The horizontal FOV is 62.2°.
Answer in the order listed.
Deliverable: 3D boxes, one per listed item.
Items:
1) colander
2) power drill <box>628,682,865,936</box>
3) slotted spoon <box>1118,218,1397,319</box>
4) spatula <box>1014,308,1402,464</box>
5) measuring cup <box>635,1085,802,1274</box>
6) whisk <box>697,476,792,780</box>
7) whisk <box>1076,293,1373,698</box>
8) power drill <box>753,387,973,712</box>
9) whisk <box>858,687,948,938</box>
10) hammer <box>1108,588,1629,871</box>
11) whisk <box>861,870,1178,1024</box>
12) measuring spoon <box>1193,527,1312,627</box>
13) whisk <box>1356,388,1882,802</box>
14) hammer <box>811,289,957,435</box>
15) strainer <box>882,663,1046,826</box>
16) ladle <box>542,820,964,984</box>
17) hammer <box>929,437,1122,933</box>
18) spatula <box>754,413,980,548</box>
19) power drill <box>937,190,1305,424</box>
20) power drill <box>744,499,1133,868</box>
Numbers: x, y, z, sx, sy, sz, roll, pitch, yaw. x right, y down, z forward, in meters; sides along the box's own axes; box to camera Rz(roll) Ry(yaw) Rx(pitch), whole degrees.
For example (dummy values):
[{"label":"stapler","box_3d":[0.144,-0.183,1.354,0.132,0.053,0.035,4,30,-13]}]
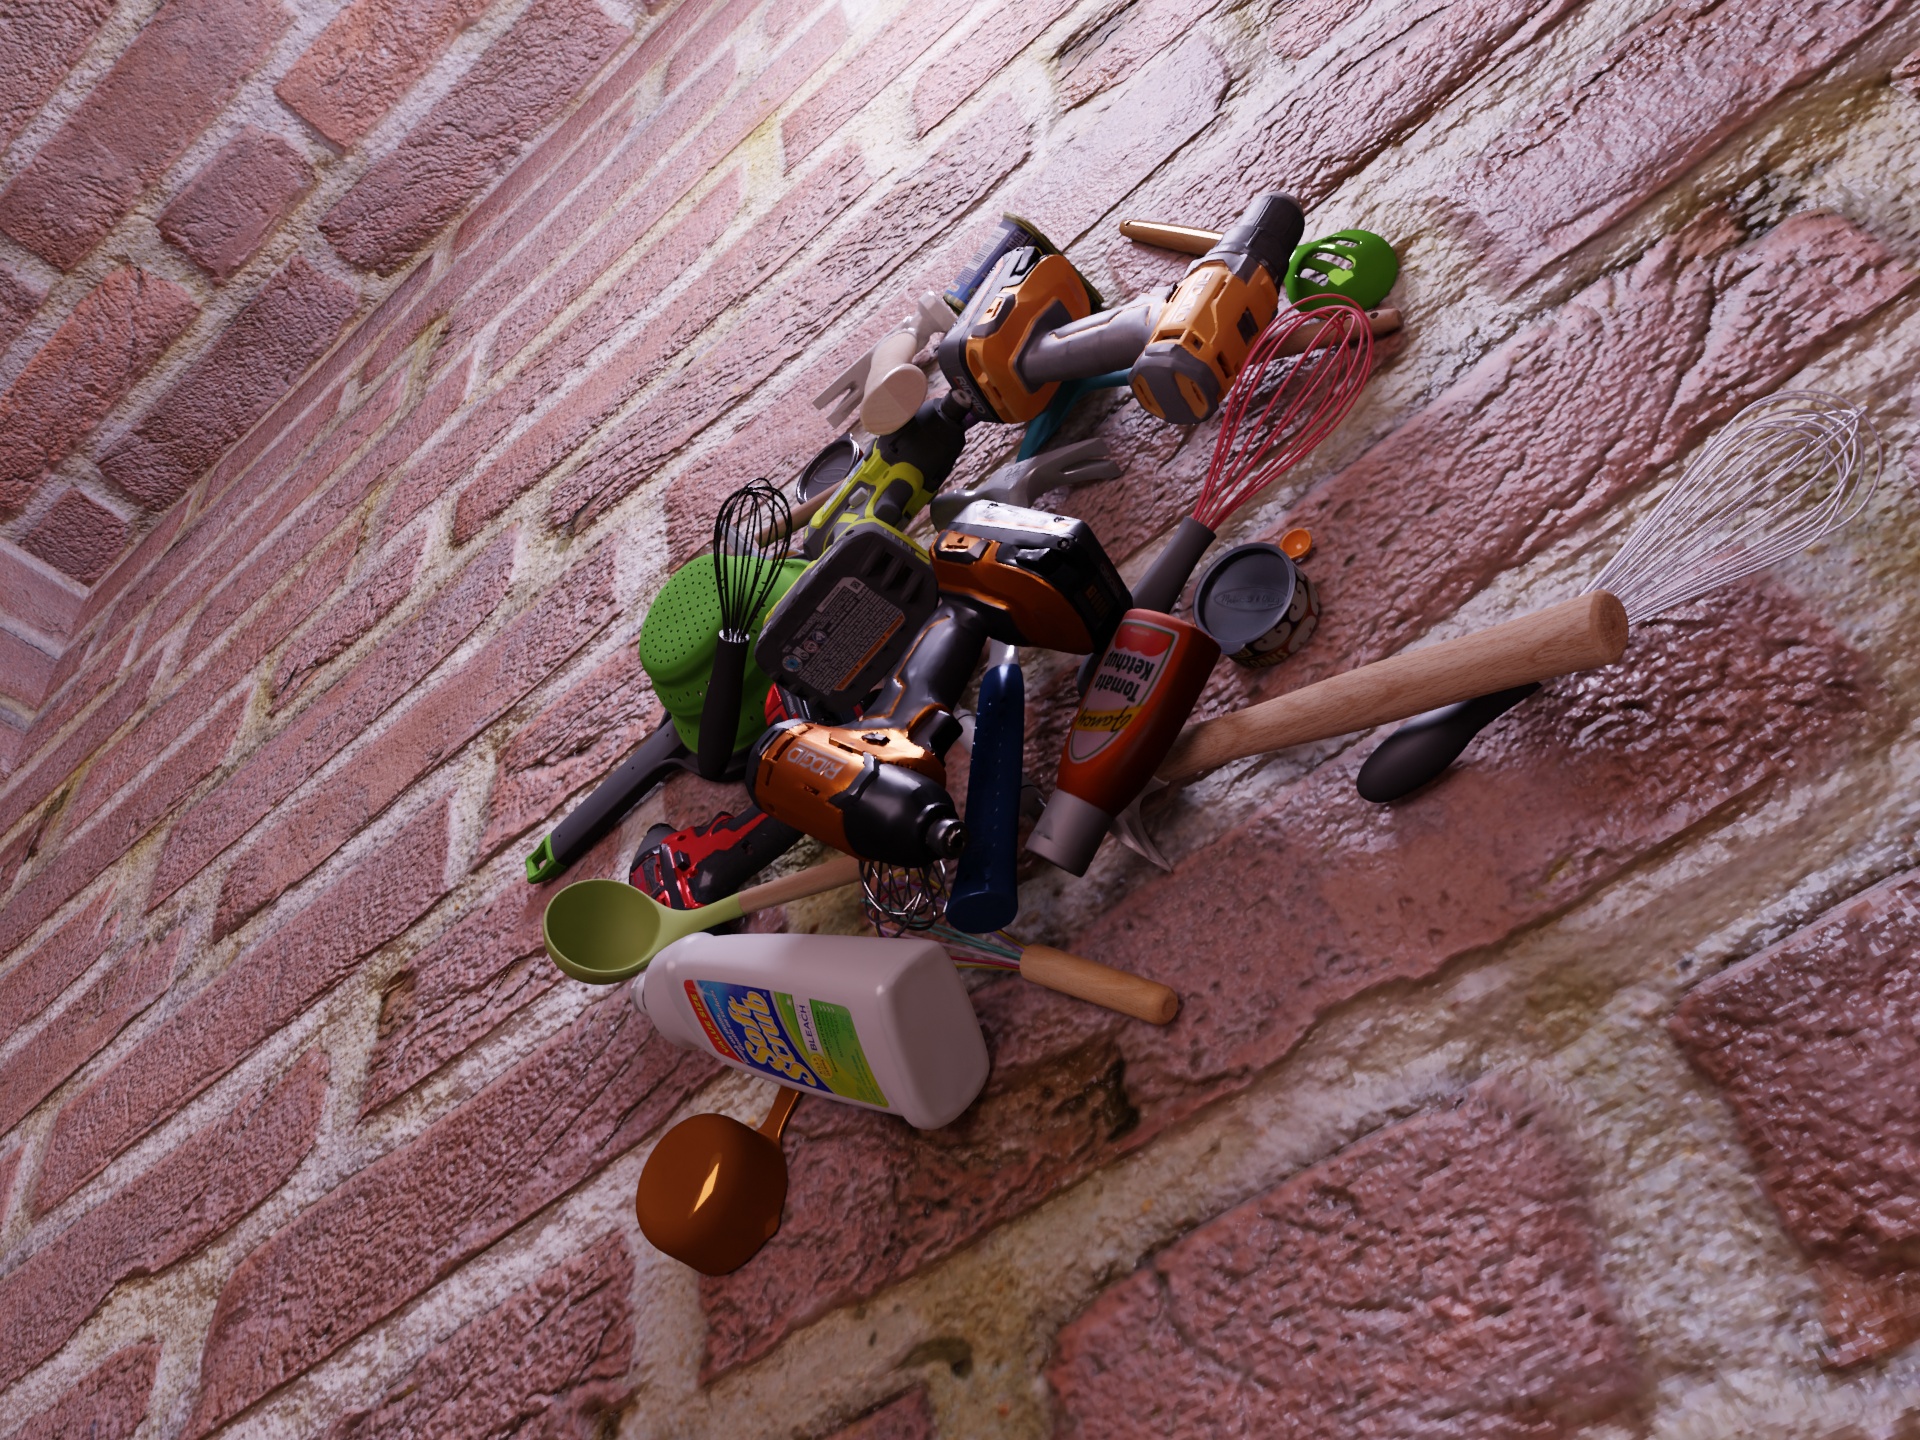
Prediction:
[{"label":"colander","box_3d":[-0.240,-0.011,1.258,0.397,0.094,0.205,-41,42,16]},{"label":"power drill","box_3d":[-0.150,0.067,1.122,0.219,0.078,0.143,-45,36,12]},{"label":"slotted spoon","box_3d":[0.198,-0.339,1.146,0.070,0.031,0.314,-51,34,1]},{"label":"spatula","box_3d":[0.159,-0.240,1.104,0.317,0.044,0.082,-4,54,40]},{"label":"measuring cup","box_3d":[-0.134,0.244,0.962,0.095,0.052,0.174,8,66,50]},{"label":"whisk","box_3d":[-0.161,-0.060,1.137,0.055,0.055,0.238,-123,41,-53]},{"label":"whisk","box_3d":[0.159,-0.135,0.979,0.296,0.073,0.073,-56,35,2]},{"label":"power drill","box_3d":[-0.058,-0.124,1.084,0.171,0.080,0.223,-46,20,33]},{"label":"whisk","box_3d":[-0.043,0.049,0.985,0.059,0.057,0.247,-56,22,24]},{"label":"hammer","box_3d":[0.183,-0.003,0.814,0.331,0.031,0.130,-20,47,50]},{"label":"whisk","box_3d":[0.026,0.128,0.904,0.245,0.051,0.047,11,61,48]},{"label":"measuring spoon","box_3d":[0.168,-0.070,0.954,0.117,0.011,0.021,-46,46,12]},{"label":"whisk","box_3d":[0.302,-0.050,0.753,0.284,0.070,0.070,-42,36,20]},{"label":"hammer","box_3d":[-0.063,-0.257,1.220,0.146,0.038,0.411,-40,15,11]},{"label":"strainer","box_3d":[-0.002,-0.003,1.053,0.087,0.050,0.259,-49,39,7]},{"label":"ladle","box_3d":[-0.121,0.102,1.014,0.320,0.062,0.078,-18,42,15]},{"label":"hammer","box_3d":[0.032,-0.039,1.007,0.144,0.035,0.406,-21,39,24]},{"label":"spatula","box_3d":[-0.025,-0.216,1.233,0.316,0.018,0.060,-29,10,10]},{"label":"power drill","box_3d":[0.116,-0.282,1.084,0.226,0.084,0.185,8,58,42]},{"label":"power drill","box_3d":[-0.003,-0.015,0.906,0.164,0.084,0.226,20,65,48]}]
